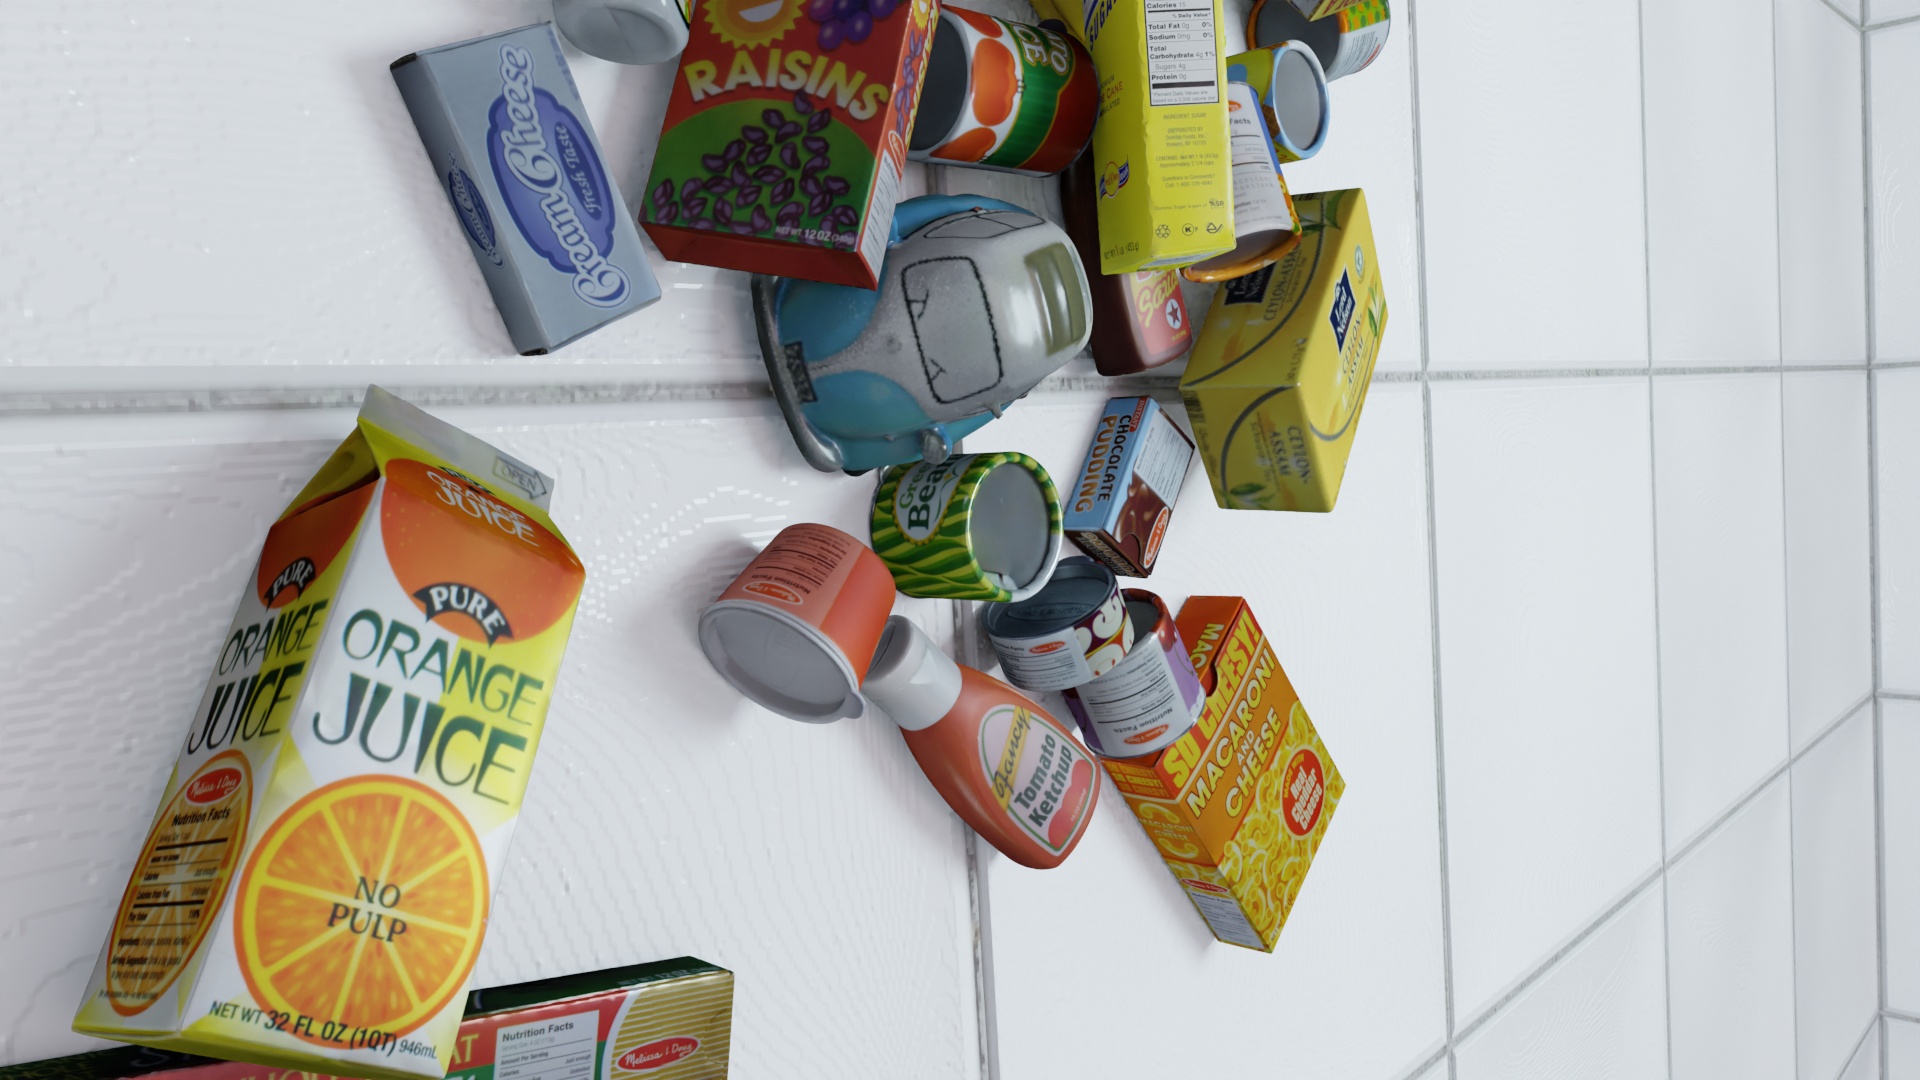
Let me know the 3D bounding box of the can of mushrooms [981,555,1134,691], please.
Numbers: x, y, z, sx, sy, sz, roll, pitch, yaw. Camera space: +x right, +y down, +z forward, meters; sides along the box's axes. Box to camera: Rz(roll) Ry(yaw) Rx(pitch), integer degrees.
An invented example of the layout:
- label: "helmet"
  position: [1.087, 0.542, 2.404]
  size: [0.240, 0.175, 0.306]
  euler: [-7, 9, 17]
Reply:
- label: "can of mushrooms"
  position: [0.047, 0.039, 0.654]
  size: [0.071, 0.071, 0.033]
  euler: [-41, 120, -38]

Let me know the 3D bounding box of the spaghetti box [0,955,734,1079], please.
- label: "spaghetti box"
  position: [-0.180, 0.175, 0.441]
  size: [0.250, 0.028, 0.050]
  euler: [7, 85, -46]

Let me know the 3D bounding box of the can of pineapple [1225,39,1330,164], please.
- label: "can of pineapple"
  position: [0.168, -0.242, 0.787]
  size: [0.071, 0.058, 0.071]
  euler: [-1, 91, -47]

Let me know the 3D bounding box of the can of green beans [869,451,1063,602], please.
- label: "can of green beans"
  position: [0.003, -0.006, 0.613]
  size: [0.071, 0.058, 0.071]
  euler: [0, 90, -47]

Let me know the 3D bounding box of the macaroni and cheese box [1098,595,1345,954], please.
- label: "macaroni and cheese box"
  position: [0.154, 0.131, 0.785]
  size: [0.124, 0.040, 0.166]
  euler: [-55, 127, -32]

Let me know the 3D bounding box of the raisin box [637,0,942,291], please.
- label: "raisin box"
  position: [-0.062, -0.162, 0.522]
  size: [0.040, 0.086, 0.123]
  euler: [58, 42, -74]

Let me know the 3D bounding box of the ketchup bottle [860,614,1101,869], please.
- label: "ketchup bottle"
  position: [0.006, 0.089, 0.627]
  size: [0.148, 0.043, 0.065]
  euler: [46, 59, -36]

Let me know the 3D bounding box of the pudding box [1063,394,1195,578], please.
- label: "pudding box"
  position: [0.088, -0.028, 0.723]
  size: [0.049, 0.030, 0.084]
  euler: [41, 62, -40]

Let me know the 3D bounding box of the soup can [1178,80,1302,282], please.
- label: "soup can"
  position: [0.136, -0.186, 0.733]
  size: [0.071, 0.071, 0.084]
  euler: [-2, 73, -47]

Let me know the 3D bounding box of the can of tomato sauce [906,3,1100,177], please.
- label: "can of tomato sauce"
  position: [0.011, -0.199, 0.614]
  size: [0.083, 0.071, 0.071]
  euler: [-9, 96, -46]

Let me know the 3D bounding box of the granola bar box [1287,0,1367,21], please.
- label: "granola bar box"
  position: [0.207, -0.366, 0.796]
  size: [0.124, 0.038, 0.166]
  euler: [48, 48, 10]

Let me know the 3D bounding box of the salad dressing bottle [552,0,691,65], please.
- label: "salad dressing bottle"
  position: [-0.114, -0.247, 0.495]
  size: [0.064, 0.044, 0.148]
  euler: [67, 25, -77]

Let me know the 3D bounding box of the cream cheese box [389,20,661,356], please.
- label: "cream cheese box"
  position: [-0.147, -0.121, 0.479]
  size: [0.053, 0.024, 0.103]
  euler: [-36, 116, -40]

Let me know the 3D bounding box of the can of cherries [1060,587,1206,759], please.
- label: "can of cherries"
  position: [0.080, 0.064, 0.692]
  size: [0.072, 0.071, 0.058]
  euler: [-46, 121, -36]

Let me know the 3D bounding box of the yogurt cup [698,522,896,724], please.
- label: "yogurt cup"
  position: [-0.061, 0.030, 0.543]
  size: [0.072, 0.072, 0.054]
  euler: [56, 45, -31]

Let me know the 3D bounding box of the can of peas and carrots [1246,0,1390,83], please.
- label: "can of peas and carrots"
  position: [0.212, -0.308, 0.829]
  size: [0.059, 0.071, 0.070]
  euler: [-32, 113, -41]

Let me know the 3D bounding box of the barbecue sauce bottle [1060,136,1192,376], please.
- label: "barbecue sauce bottle"
  position: [0.078, -0.161, 0.702]
  size: [0.065, 0.043, 0.148]
  euler: [-34, 114, -49]

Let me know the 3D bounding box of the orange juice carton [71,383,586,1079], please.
- label: "orange juice carton"
  position: [-0.172, 0.050, 0.405]
  size: [0.071, 0.073, 0.193]
  euler: [33, 54, -40]
